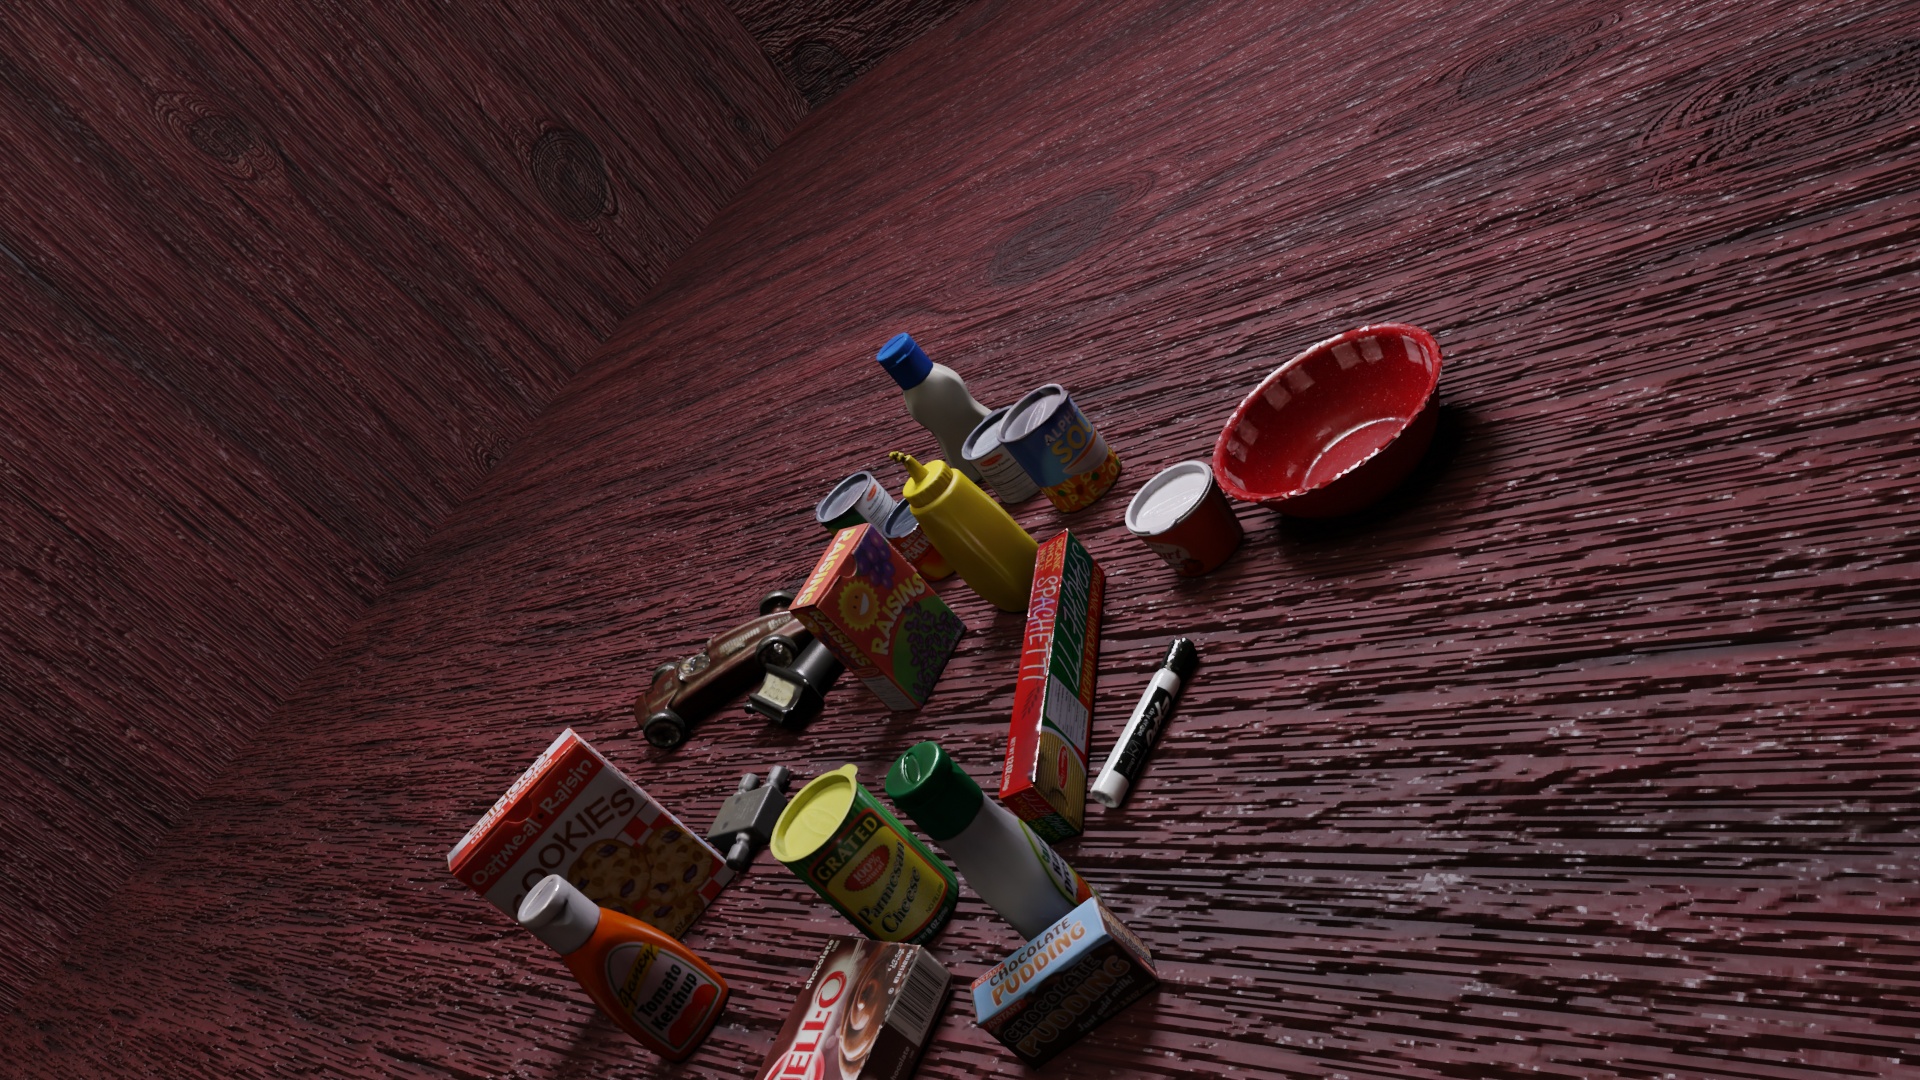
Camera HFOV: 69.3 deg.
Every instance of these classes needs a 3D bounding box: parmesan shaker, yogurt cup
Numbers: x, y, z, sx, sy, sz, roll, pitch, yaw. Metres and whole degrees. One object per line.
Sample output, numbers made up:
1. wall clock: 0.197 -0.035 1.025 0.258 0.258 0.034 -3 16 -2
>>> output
1. parmesan shaker: -0.055 0.195 0.848 0.071 0.103 0.071 -33 26 19
2. yogurt cup: 0.154 -0.012 0.940 0.072 0.054 0.073 -33 26 19

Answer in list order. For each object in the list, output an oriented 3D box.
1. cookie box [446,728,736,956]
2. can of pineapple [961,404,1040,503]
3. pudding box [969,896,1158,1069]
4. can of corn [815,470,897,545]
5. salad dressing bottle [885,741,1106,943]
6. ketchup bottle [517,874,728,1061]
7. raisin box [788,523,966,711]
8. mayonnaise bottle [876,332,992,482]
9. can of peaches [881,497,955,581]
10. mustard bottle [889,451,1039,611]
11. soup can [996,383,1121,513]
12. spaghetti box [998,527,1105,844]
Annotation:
1. cookie box: -0.266 0.237 1.012 0.123 0.167 0.040 -48 25 -14
2. can of pineapple: 0.045 -0.075 1.198 0.071 0.057 0.071 -33 26 19
3. pudding box: 0.052 0.225 0.707 0.083 0.049 0.030 -38 25 9
4. can of corn: -0.094 -0.022 1.314 0.071 0.058 0.071 -33 26 19
5. salad dressing bottle: 0.020 0.165 0.734 0.044 0.147 0.064 -40 24 6
6. ketchup bottle: -0.222 0.275 0.908 0.043 0.148 0.065 -4 45 54
7. raisin box: -0.061 0.059 1.054 0.040 0.123 0.086 -13 37 47
8. mayonnaise bottle: -0.015 -0.122 1.254 0.064 0.148 0.041 -40 24 6
9. can of peaches: -0.024 -0.006 1.185 0.071 0.058 0.071 -33 26 19
10. mustard bottle: 0.004 -0.013 1.033 0.065 0.160 0.049 -5 43 53
11. soup can: 0.081 -0.074 1.111 0.071 0.083 0.072 -33 26 19
12. spaghetti box: 0.065 0.087 0.914 0.028 0.050 0.251 -29 28 28
